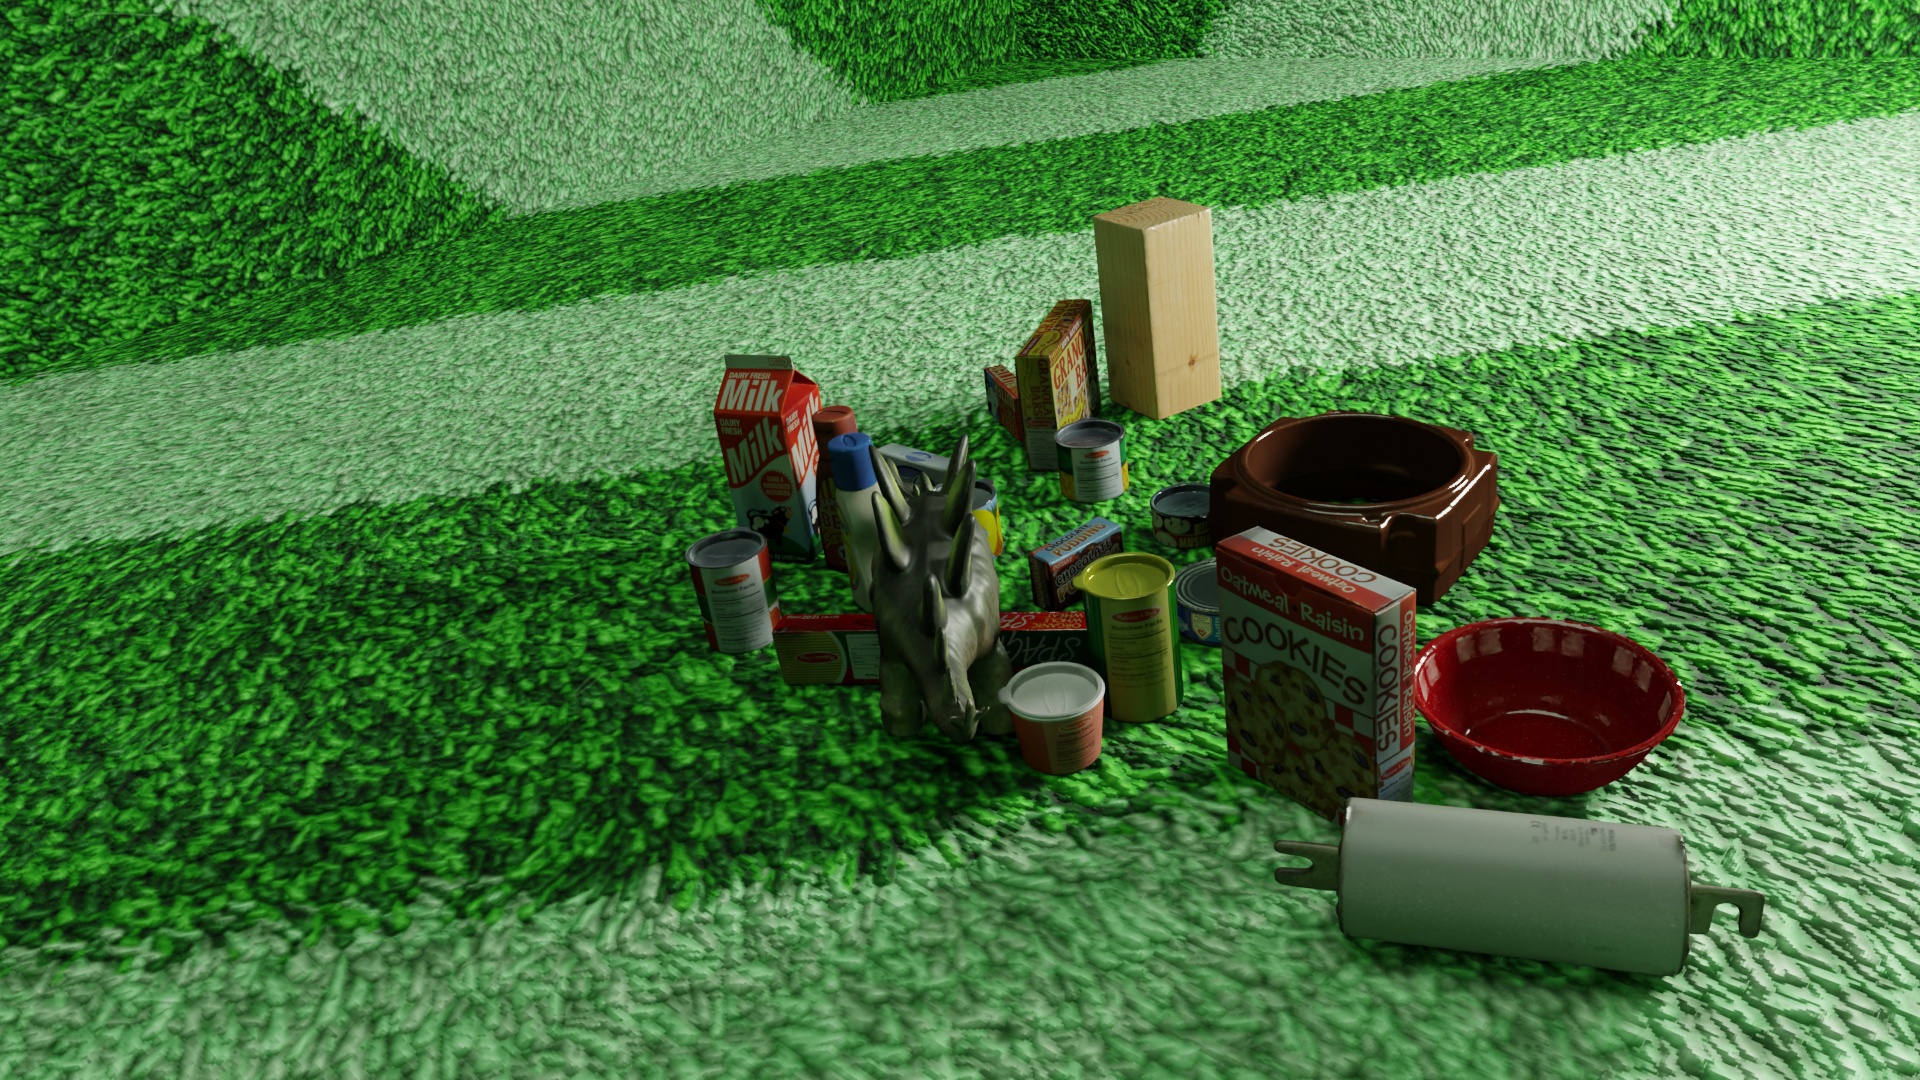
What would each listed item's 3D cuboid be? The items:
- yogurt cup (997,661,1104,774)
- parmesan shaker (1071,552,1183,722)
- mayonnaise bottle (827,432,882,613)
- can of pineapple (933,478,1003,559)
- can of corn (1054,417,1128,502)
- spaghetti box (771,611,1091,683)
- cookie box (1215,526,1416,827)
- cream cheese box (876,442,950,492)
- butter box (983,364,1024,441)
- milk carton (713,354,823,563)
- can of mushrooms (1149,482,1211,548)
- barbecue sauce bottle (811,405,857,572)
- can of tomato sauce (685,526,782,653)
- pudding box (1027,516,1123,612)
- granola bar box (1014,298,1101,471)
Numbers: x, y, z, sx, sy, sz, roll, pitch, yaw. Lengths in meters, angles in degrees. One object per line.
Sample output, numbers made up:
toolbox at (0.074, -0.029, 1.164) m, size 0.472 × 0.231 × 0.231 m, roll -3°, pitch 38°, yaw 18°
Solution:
yogurt cup at (0.067, 0.123, 0.950) m, size 0.072 × 0.053 × 0.073 m, roll -7°, pitch 27°, yaw 4°
parmesan shaker at (0.119, 0.069, 0.985) m, size 0.071 × 0.102 × 0.071 m, roll -7°, pitch 27°, yaw 4°
mayonnaise bottle at (-0.081, -0.016, 1.160) m, size 0.041 × 0.147 × 0.065 m, roll -15°, pitch 27°, yaw -12°
can of pineapple at (0.004, -0.015, 1.233) m, size 0.071 × 0.057 × 0.071 m, roll -7°, pitch 27°, yaw 4°
can of corn at (0.125, -0.077, 1.317) m, size 0.071 × 0.058 × 0.071 m, roll -7°, pitch 27°, yaw 4°
spaghetti box at (-0.018, 0.083, 1.057) m, size 0.250 × 0.050 × 0.029 m, roll -1°, pitch 28°, yaw 14°
cookie box at (0.216, 0.087, 0.851) m, size 0.040 × 0.166 × 0.123 m, roll -24°, pitch 31°, yaw -29°
cream cheese box at (-0.036, -0.057, 1.331) m, size 0.104 × 0.053 × 0.024 m, roll 18°, pitch 37°, yaw 42°
butter box at (0.054, -0.147, 1.480) m, size 0.024 × 0.053 × 0.104 m, roll -15°, pitch 28°, yaw -13°
milk carton at (-0.167, -0.080, 1.262) m, size 0.072 × 0.189 × 0.074 m, roll 3°, pitch 29°, yaw 23°
can of mushrooms at (0.201, -0.021, 1.214) m, size 0.071 × 0.033 × 0.071 m, roll -7°, pitch 27°, yaw 4°
barbecue sauce bottle at (-0.100, -0.044, 1.220) m, size 0.065 × 0.147 × 0.044 m, roll 6°, pitch 30°, yaw 27°
can of tomato sauce at (-0.185, 0.041, 1.150) m, size 0.071 × 0.082 × 0.071 m, roll -7°, pitch 27°, yaw 4°
pudding box at (0.096, 0.019, 1.148) m, size 0.084 × 0.049 × 0.030 m, roll -26°, pitch 32°, yaw -31°
granola bar box at (0.101, -0.160, 1.415) m, size 0.039 × 0.123 × 0.166 m, roll 2°, pitch 29°, yaw 20°
